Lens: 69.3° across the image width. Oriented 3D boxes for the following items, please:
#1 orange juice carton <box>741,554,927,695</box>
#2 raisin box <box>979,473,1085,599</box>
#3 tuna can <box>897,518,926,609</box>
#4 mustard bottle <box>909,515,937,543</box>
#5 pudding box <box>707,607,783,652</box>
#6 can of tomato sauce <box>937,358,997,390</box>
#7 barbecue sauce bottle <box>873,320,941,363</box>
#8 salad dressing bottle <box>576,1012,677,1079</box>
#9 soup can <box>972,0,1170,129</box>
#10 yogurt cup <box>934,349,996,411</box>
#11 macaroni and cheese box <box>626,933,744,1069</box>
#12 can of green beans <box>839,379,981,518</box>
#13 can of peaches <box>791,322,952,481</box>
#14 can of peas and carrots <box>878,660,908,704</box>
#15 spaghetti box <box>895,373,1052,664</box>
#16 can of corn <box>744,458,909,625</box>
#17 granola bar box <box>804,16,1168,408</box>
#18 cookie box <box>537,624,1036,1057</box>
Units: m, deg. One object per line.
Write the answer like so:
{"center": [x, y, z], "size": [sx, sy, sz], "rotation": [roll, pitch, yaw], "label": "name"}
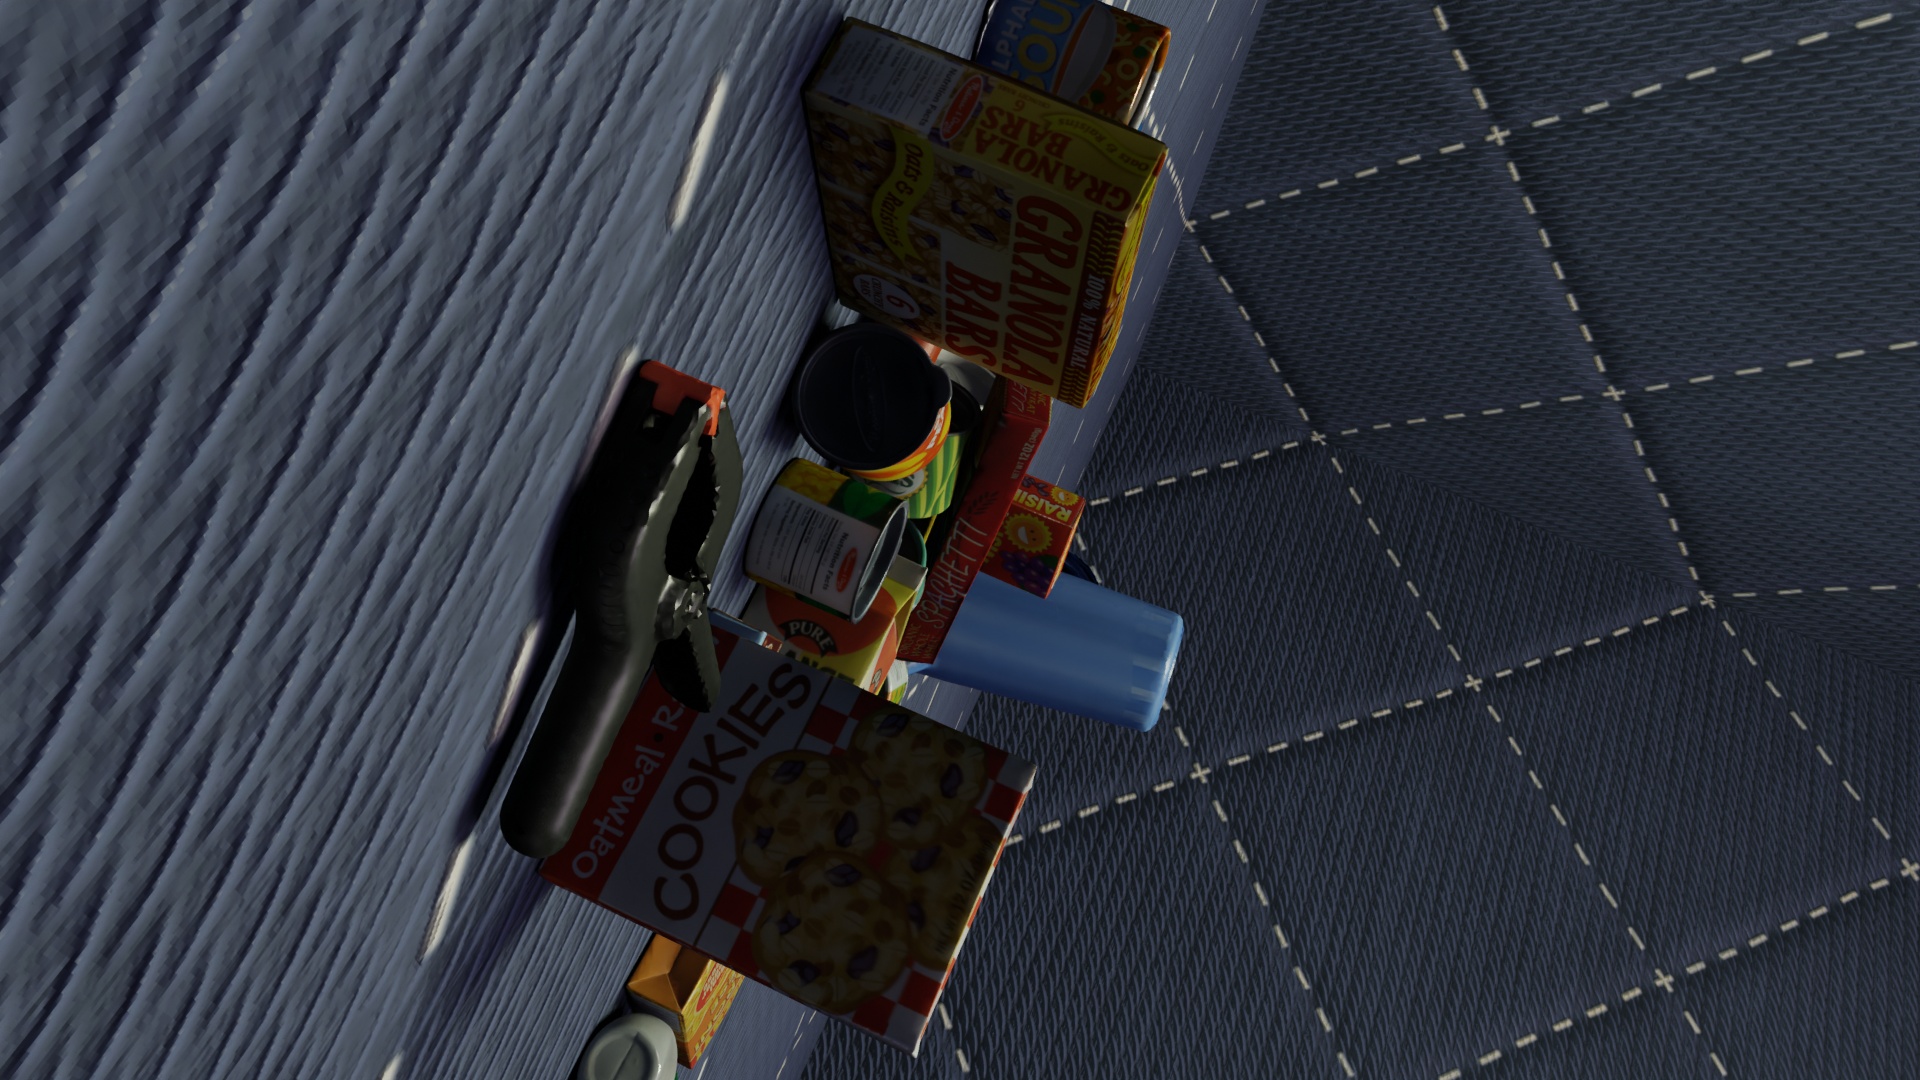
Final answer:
{"center": [-0.088, 0.082, 0.721], "size": [0.072, 0.072, 0.193], "rotation": [96, 19, -70], "label": "orange juice carton"}
{"center": [0.026, -0.016, 1.073], "size": [0.040, 0.123, 0.085], "rotation": [-60, 170, -46], "label": "raisin box"}
{"center": [-0.053, 0.012, 0.798], "size": [0.032, 0.071, 0.071], "rotation": [98, 16, -62], "label": "tuna can"}
{"center": [-0.033, -0.019, 0.915], "size": [0.065, 0.049, 0.160], "rotation": [-58, 172, -12], "label": "mustard bottle"}
{"center": [-0.117, 0.076, 0.650], "size": [0.049, 0.030, 0.084], "rotation": [74, 40, -78], "label": "pudding box"}
{"center": [0.020, -0.130, 0.878], "size": [0.083, 0.071, 0.071], "rotation": [-49, 161, -72], "label": "can of tomato sauce"}
{"center": [-0.006, -0.145, 0.714], "size": [0.064, 0.044, 0.149], "rotation": [99, 16, -72], "label": "barbecue sauce bottle"}
{"center": [-0.193, 0.318, 0.826], "size": [0.147, 0.044, 0.064], "rotation": [102, 13, -64], "label": "salad dressing bottle"}
{"center": [0.055, -0.241, 0.700], "size": [0.071, 0.084, 0.071], "rotation": [20, 93, -83], "label": "soup can"}
{"center": [-0.013, -0.076, 0.820], "size": [0.053, 0.072, 0.073], "rotation": [-61, 177, 29], "label": "yogurt cup"}
{"center": [-0.160, 0.260, 0.892], "size": [0.165, 0.040, 0.124], "rotation": [103, 13, -58], "label": "macaroni and cheese box"}
{"center": [-0.028, -0.054, 0.758], "size": [0.071, 0.071, 0.057], "rotation": [-57, 169, -55], "label": "can of green beans"}
{"center": [-0.037, -0.062, 0.638], "size": [0.058, 0.071, 0.071], "rotation": [37, 76, -84], "label": "can of peaches"}
{"center": [-0.074, 0.094, 0.913], "size": [0.059, 0.071, 0.071], "rotation": [-6, 119, -82], "label": "can of peas and carrots"}
{"center": [0.003, -0.010, 0.816], "size": [0.248, 0.029, 0.050], "rotation": [114, -13, -50], "label": "spaghetti box"}
{"center": [-0.064, 0.000, 0.681], "size": [0.071, 0.058, 0.071], "rotation": [20, 93, -83], "label": "can of corn"}
{"center": [0.008, -0.122, 0.554], "size": [0.165, 0.124, 0.039], "rotation": [92, 23, -73], "label": "granola bar box"}
{"center": [-0.069, 0.119, 0.578], "size": [0.040, 0.167, 0.123], "rotation": [91, 23, -66], "label": "cookie box"}
